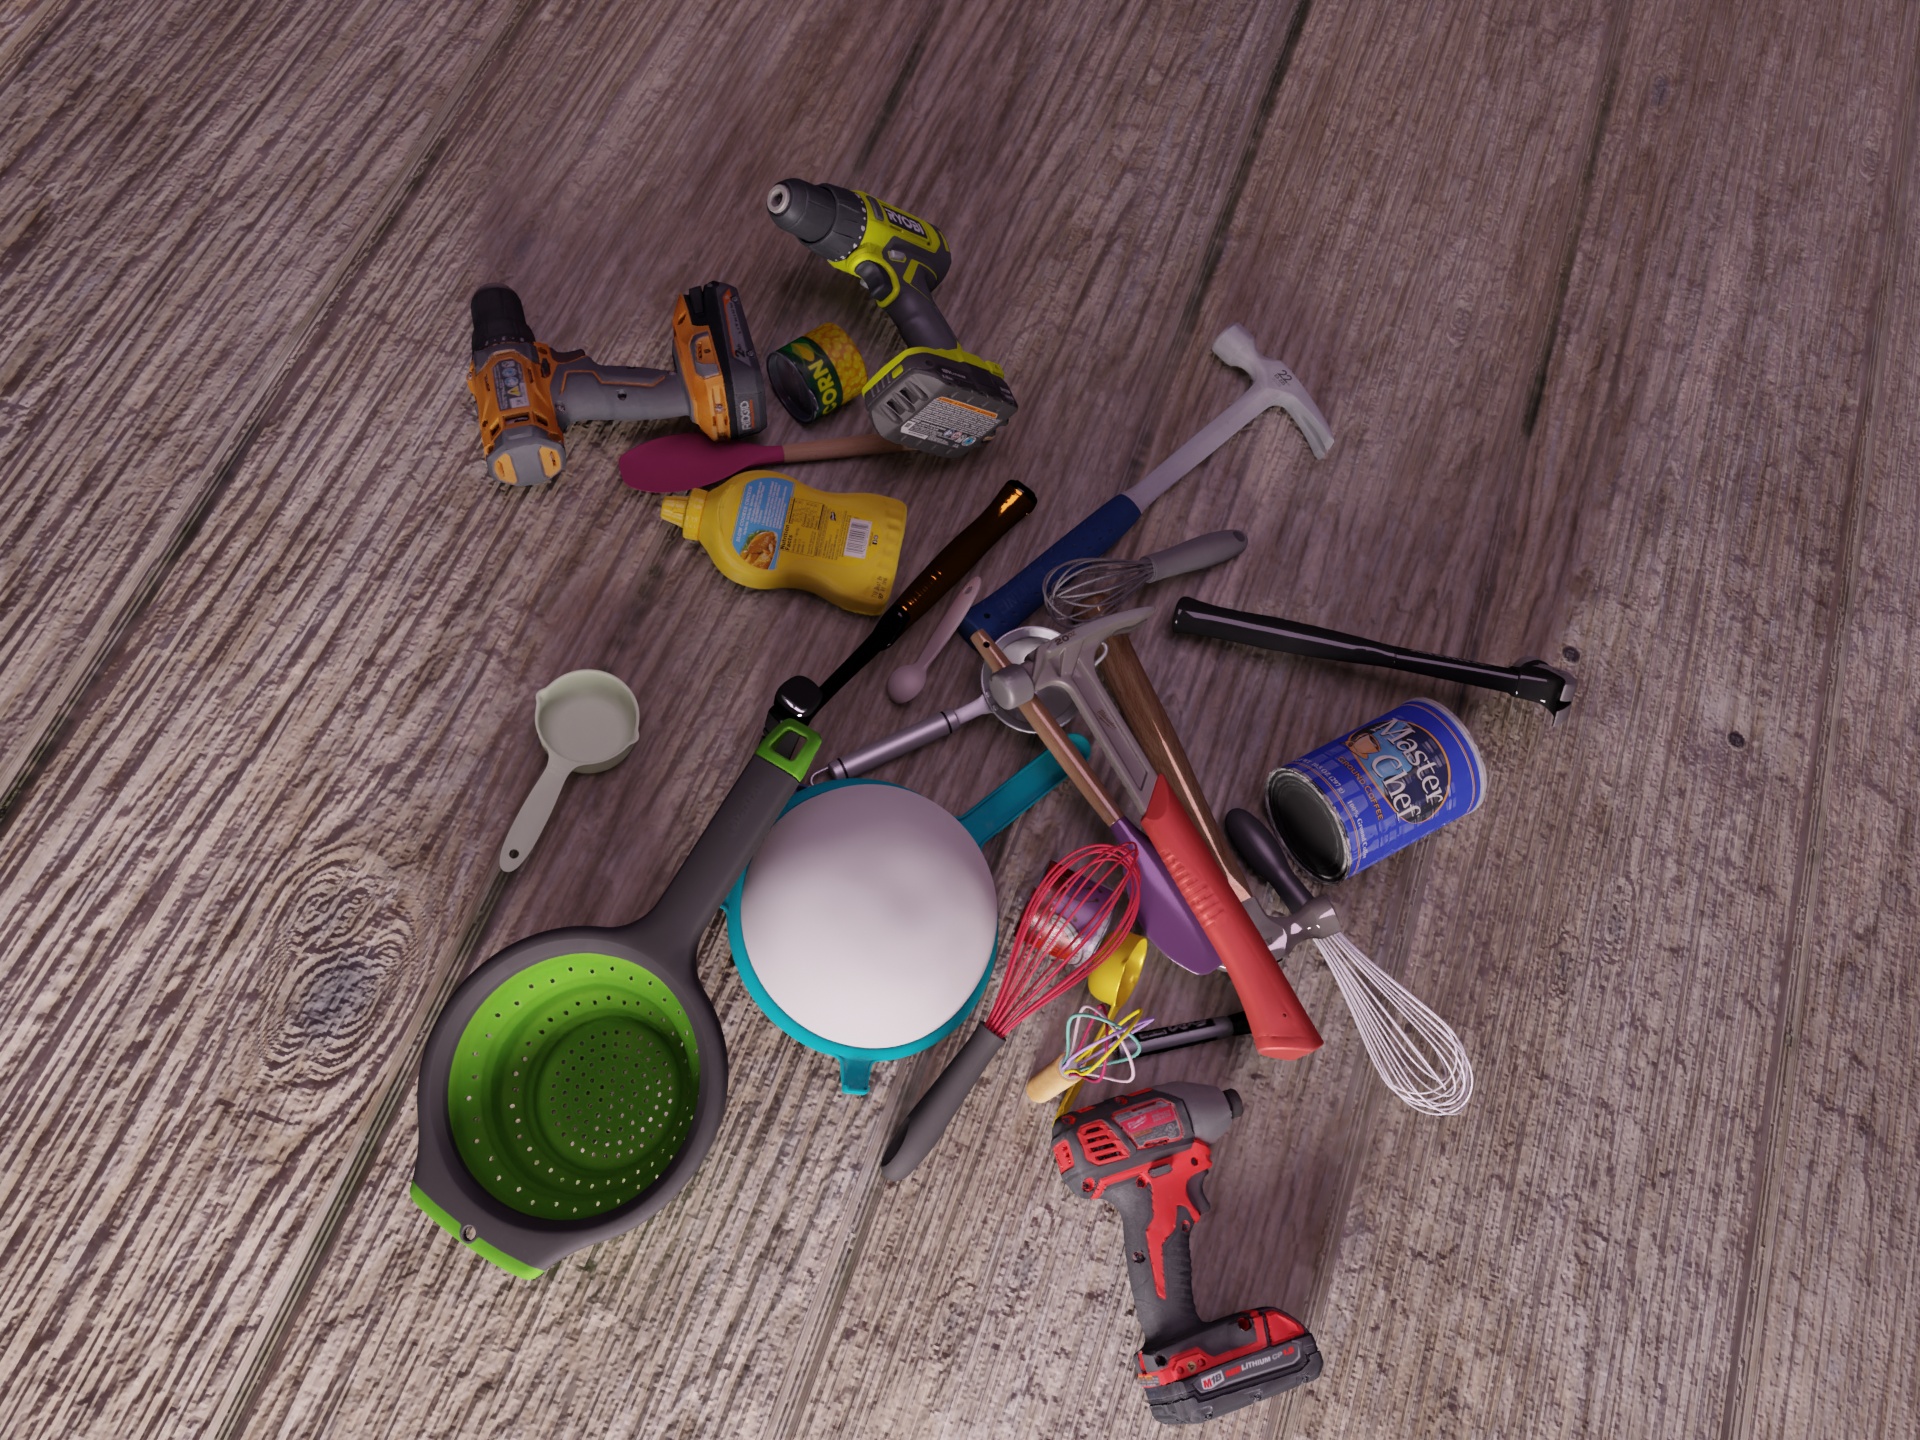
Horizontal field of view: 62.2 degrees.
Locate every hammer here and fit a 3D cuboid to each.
[{"bbox_3d":[-0.043,-0.083,1.258,0.034,0.127,0.337,38,57,7],"label":"hammer"},{"bbox_3d":[0.169,0.086,1.191,0.149,0.036,0.359,-24,75,-23],"label":"hammer"},{"bbox_3d":[0.156,-0.186,1.359,0.405,0.035,0.144,-41,81,-22],"label":"hammer"},{"bbox_3d":[0.167,0.045,1.259,0.130,0.031,0.332,-25,69,2],"label":"hammer"},{"bbox_3d":[0.339,-0.054,1.309,0.335,0.146,0.035,11,103,1],"label":"hammer"}]

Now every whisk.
[{"bbox_3d":[0.157,-0.122,1.304,0.239,0.055,0.055,-20,73,-36],"label":"whisk"},{"bbox_3d":[0.075,0.230,1.064,0.051,0.245,0.047,15,67,-5],"label":"whisk"},{"bbox_3d":[0.035,0.204,1.128,0.073,0.073,0.296,36,90,4],"label":"whisk"},{"bbox_3d":[0.295,0.183,1.231,0.070,0.070,0.285,-30,72,-20],"label":"whisk"}]

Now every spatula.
[{"bbox_3d":[0.103,0.058,1.217,0.060,0.018,0.316,-35,80,-5],"label":"spatula"}]

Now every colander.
[{"bbox_3d":[-0.205,0.179,1.083,0.204,0.094,0.397,29,77,14],"label":"colander"}]

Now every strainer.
[{"bbox_3d":[-0.009,0.099,1.168,0.340,0.095,0.211,-37,89,-27],"label":"strainer"},{"bbox_3d":[-0.002,-0.004,1.255,0.258,0.050,0.087,-24,83,-13],"label":"strainer"}]

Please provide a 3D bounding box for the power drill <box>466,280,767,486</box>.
[{"bbox_3d":[-0.286,-0.293,1.293,0.226,0.084,0.186,-13,64,-10],"label":"power drill"}]

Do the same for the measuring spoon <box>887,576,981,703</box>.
[{"bbox_3d":[-0.022,-0.068,1.267,0.018,0.034,0.124,43,74,-37],"label":"measuring spoon"}]

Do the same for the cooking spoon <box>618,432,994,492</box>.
[{"bbox_3d":[-0.123,-0.225,1.328,0.319,0.017,0.069,-9,52,-15],"label":"cooking spoon"}]

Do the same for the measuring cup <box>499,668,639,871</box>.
[{"bbox_3d":[-0.297,0.041,1.181,0.083,0.038,0.168,24,68,-1],"label":"measuring cup"}]

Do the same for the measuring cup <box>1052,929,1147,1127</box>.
[{"bbox_3d":[0.094,0.227,1.183,0.029,0.062,0.156,23,77,22],"label":"measuring cup"}]

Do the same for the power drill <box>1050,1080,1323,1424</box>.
[{"bbox_3d":[0.163,0.367,1.123,0.143,0.078,0.220,-14,69,-16],"label":"power drill"}]

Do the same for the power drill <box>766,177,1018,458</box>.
[{"bbox_3d":[-0.058,-0.338,1.304,0.190,0.080,0.229,4,57,-52],"label":"power drill"}]
